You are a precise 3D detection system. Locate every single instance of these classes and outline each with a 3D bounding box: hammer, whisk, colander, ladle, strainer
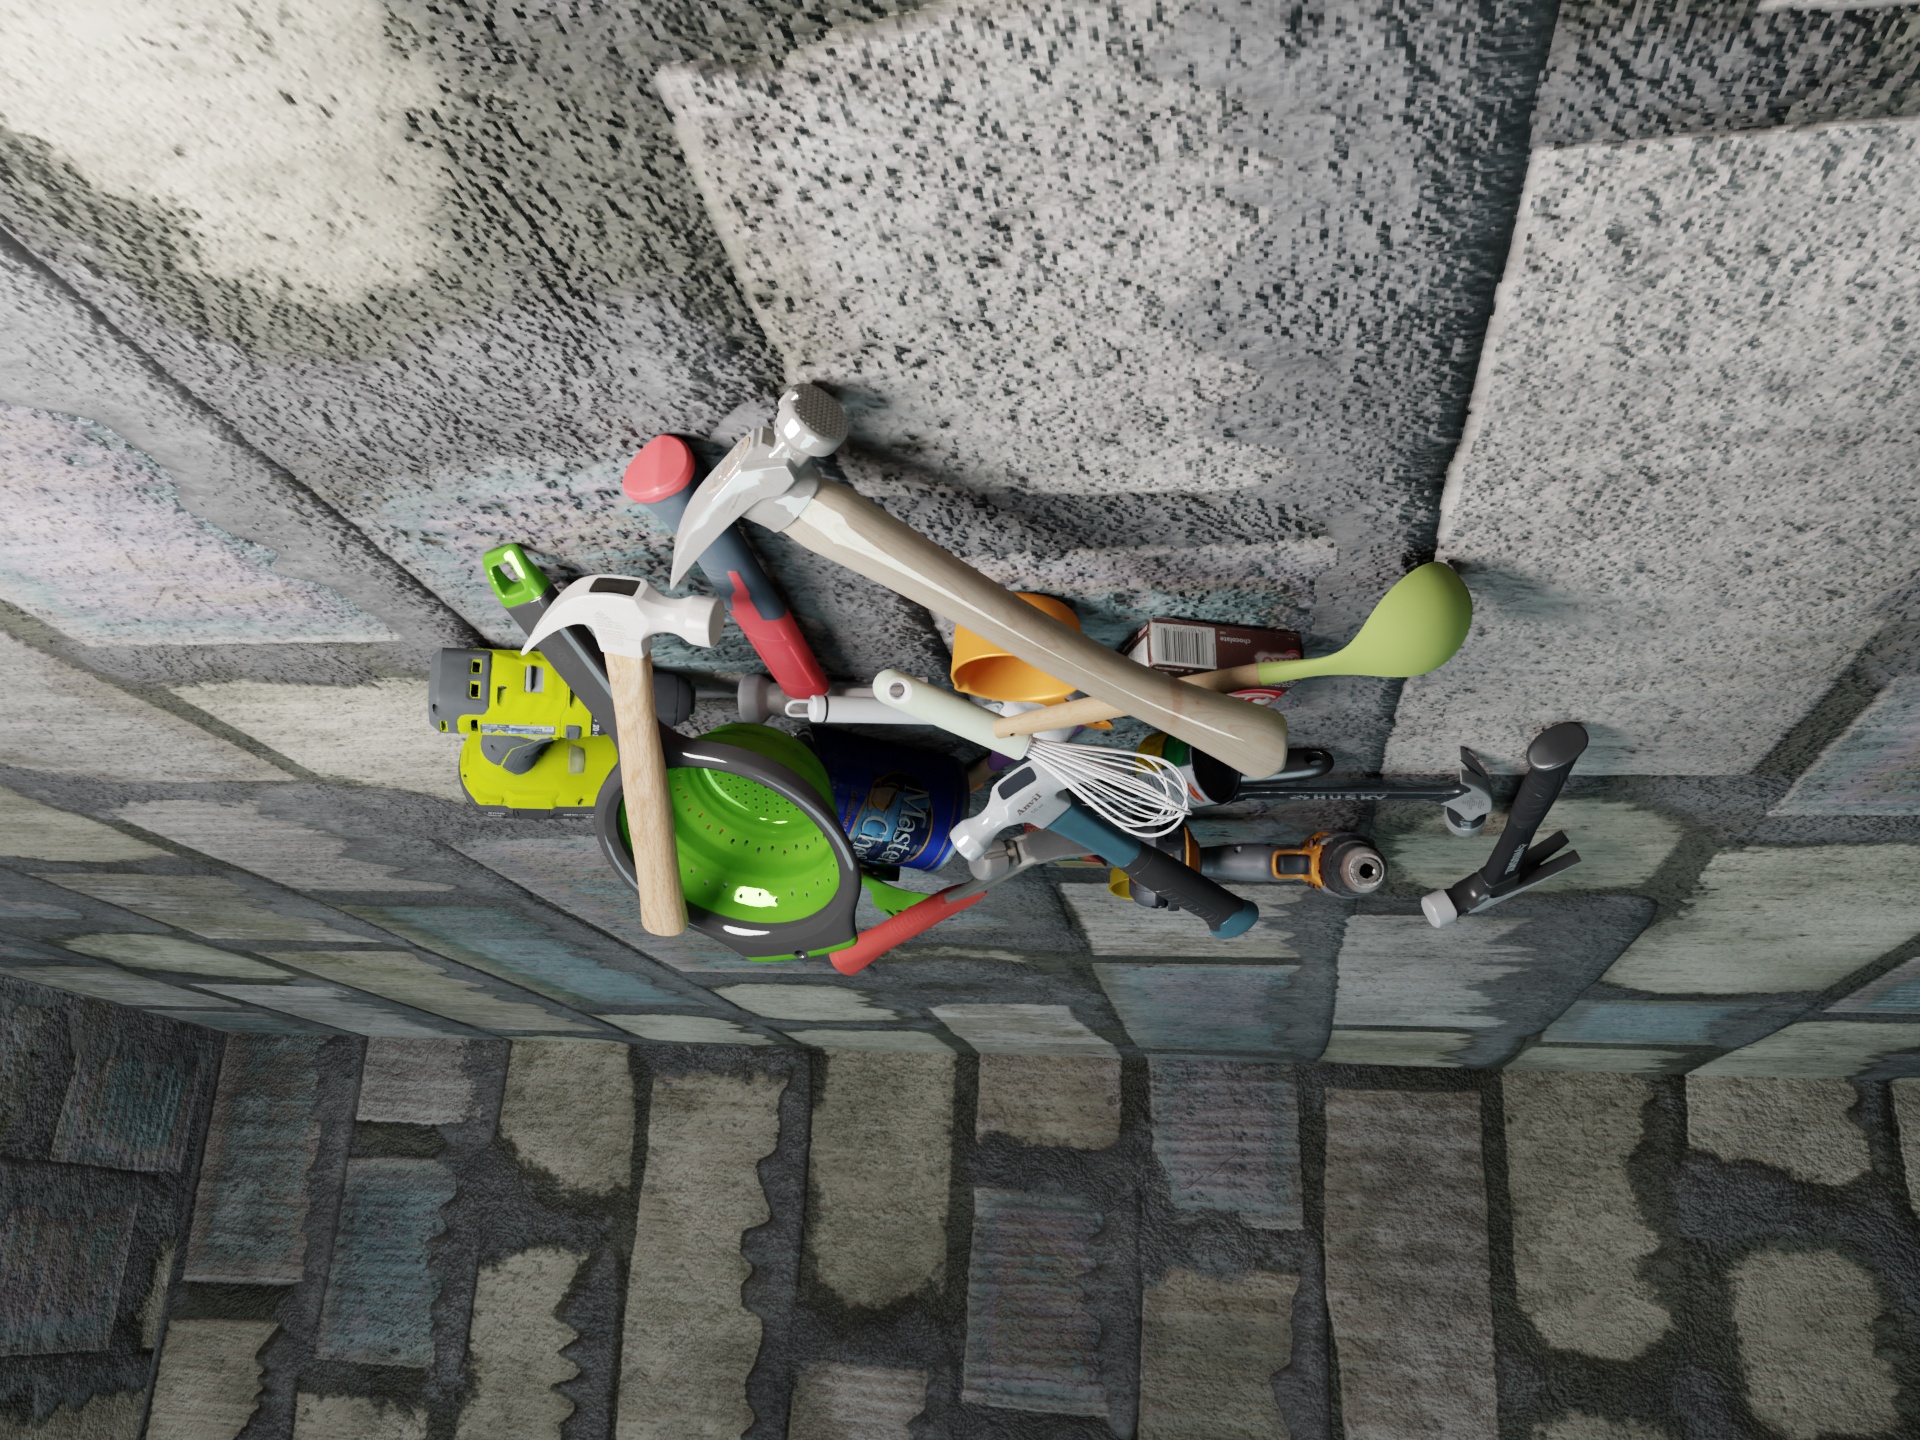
[{"bbox_3d":[-0.009,0.162,1.409,0.149,0.037,0.359,-6,162,-35],"label":"hammer"},{"bbox_3d":[0.032,-0.048,0.936,0.410,0.038,0.146,26,133,-29],"label":"hammer"},{"bbox_3d":[0.139,0.111,1.268,0.128,0.033,0.330,-43,135,16],"label":"hammer"},{"bbox_3d":[0.190,0.048,1.327,0.239,0.055,0.055,-7,159,14],"label":"whisk"},{"bbox_3d":[-0.198,0.011,1.143,0.204,0.095,0.396,-13,127,28],"label":"colander"},{"bbox_3d":[0.249,0.063,1.379,0.409,0.036,0.149,-1,159,12],"label":"hammer"},{"bbox_3d":[-0.218,0.035,1.082,0.130,0.031,0.331,11,135,8],"label":"hammer"},{"bbox_3d":[0.167,-0.036,1.025,0.320,0.062,0.078,-12,155,24],"label":"ladle"},{"bbox_3d":[0.052,0.019,1.120,0.246,0.058,0.059,23,-176,-8],"label":"whisk"},{"bbox_3d":[0.486,0.086,1.358,0.146,0.035,0.334,-23,153,-4],"label":"hammer"},{"bbox_3d":[-0.002,-0.004,1.150,0.258,0.050,0.086,1,133,-22],"label":"strainer"},{"bbox_3d":[-0.119,-0.076,1.038,0.143,0.038,0.386,-1,160,8],"label":"hammer"}]

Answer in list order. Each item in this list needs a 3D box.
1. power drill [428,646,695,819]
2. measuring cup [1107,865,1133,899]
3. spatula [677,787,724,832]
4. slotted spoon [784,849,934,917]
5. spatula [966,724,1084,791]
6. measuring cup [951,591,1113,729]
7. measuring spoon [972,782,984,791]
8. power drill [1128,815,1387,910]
[{"bbox_3d":[-0.313,0.009,1.255,0.190,0.080,0.228,2,159,-14],"label":"power drill"},{"bbox_3d":[0.183,0.141,1.641,0.062,0.029,0.156,1,149,6],"label":"measuring cup"},{"bbox_3d":[-0.319,0.075,1.426,0.041,0.081,0.323,-31,-158,-35],"label":"spatula"},{"bbox_3d":[-0.110,0.132,1.432,0.070,0.031,0.313,-12,152,30],"label":"slotted spoon"},{"bbox_3d":[0.016,0.045,1.383,0.059,0.018,0.316,12,156,-21],"label":"spatula"},{"bbox_3d":[0.061,-0.039,1.096,0.095,0.052,0.173,-10,159,32],"label":"measuring cup"},{"bbox_3d":[-0.010,0.073,1.480,0.021,0.011,0.117,13,158,-27],"label":"measuring spoon"},{"bbox_3d":[0.272,0.132,1.450,0.226,0.084,0.185,0,178,2],"label":"power drill"}]
